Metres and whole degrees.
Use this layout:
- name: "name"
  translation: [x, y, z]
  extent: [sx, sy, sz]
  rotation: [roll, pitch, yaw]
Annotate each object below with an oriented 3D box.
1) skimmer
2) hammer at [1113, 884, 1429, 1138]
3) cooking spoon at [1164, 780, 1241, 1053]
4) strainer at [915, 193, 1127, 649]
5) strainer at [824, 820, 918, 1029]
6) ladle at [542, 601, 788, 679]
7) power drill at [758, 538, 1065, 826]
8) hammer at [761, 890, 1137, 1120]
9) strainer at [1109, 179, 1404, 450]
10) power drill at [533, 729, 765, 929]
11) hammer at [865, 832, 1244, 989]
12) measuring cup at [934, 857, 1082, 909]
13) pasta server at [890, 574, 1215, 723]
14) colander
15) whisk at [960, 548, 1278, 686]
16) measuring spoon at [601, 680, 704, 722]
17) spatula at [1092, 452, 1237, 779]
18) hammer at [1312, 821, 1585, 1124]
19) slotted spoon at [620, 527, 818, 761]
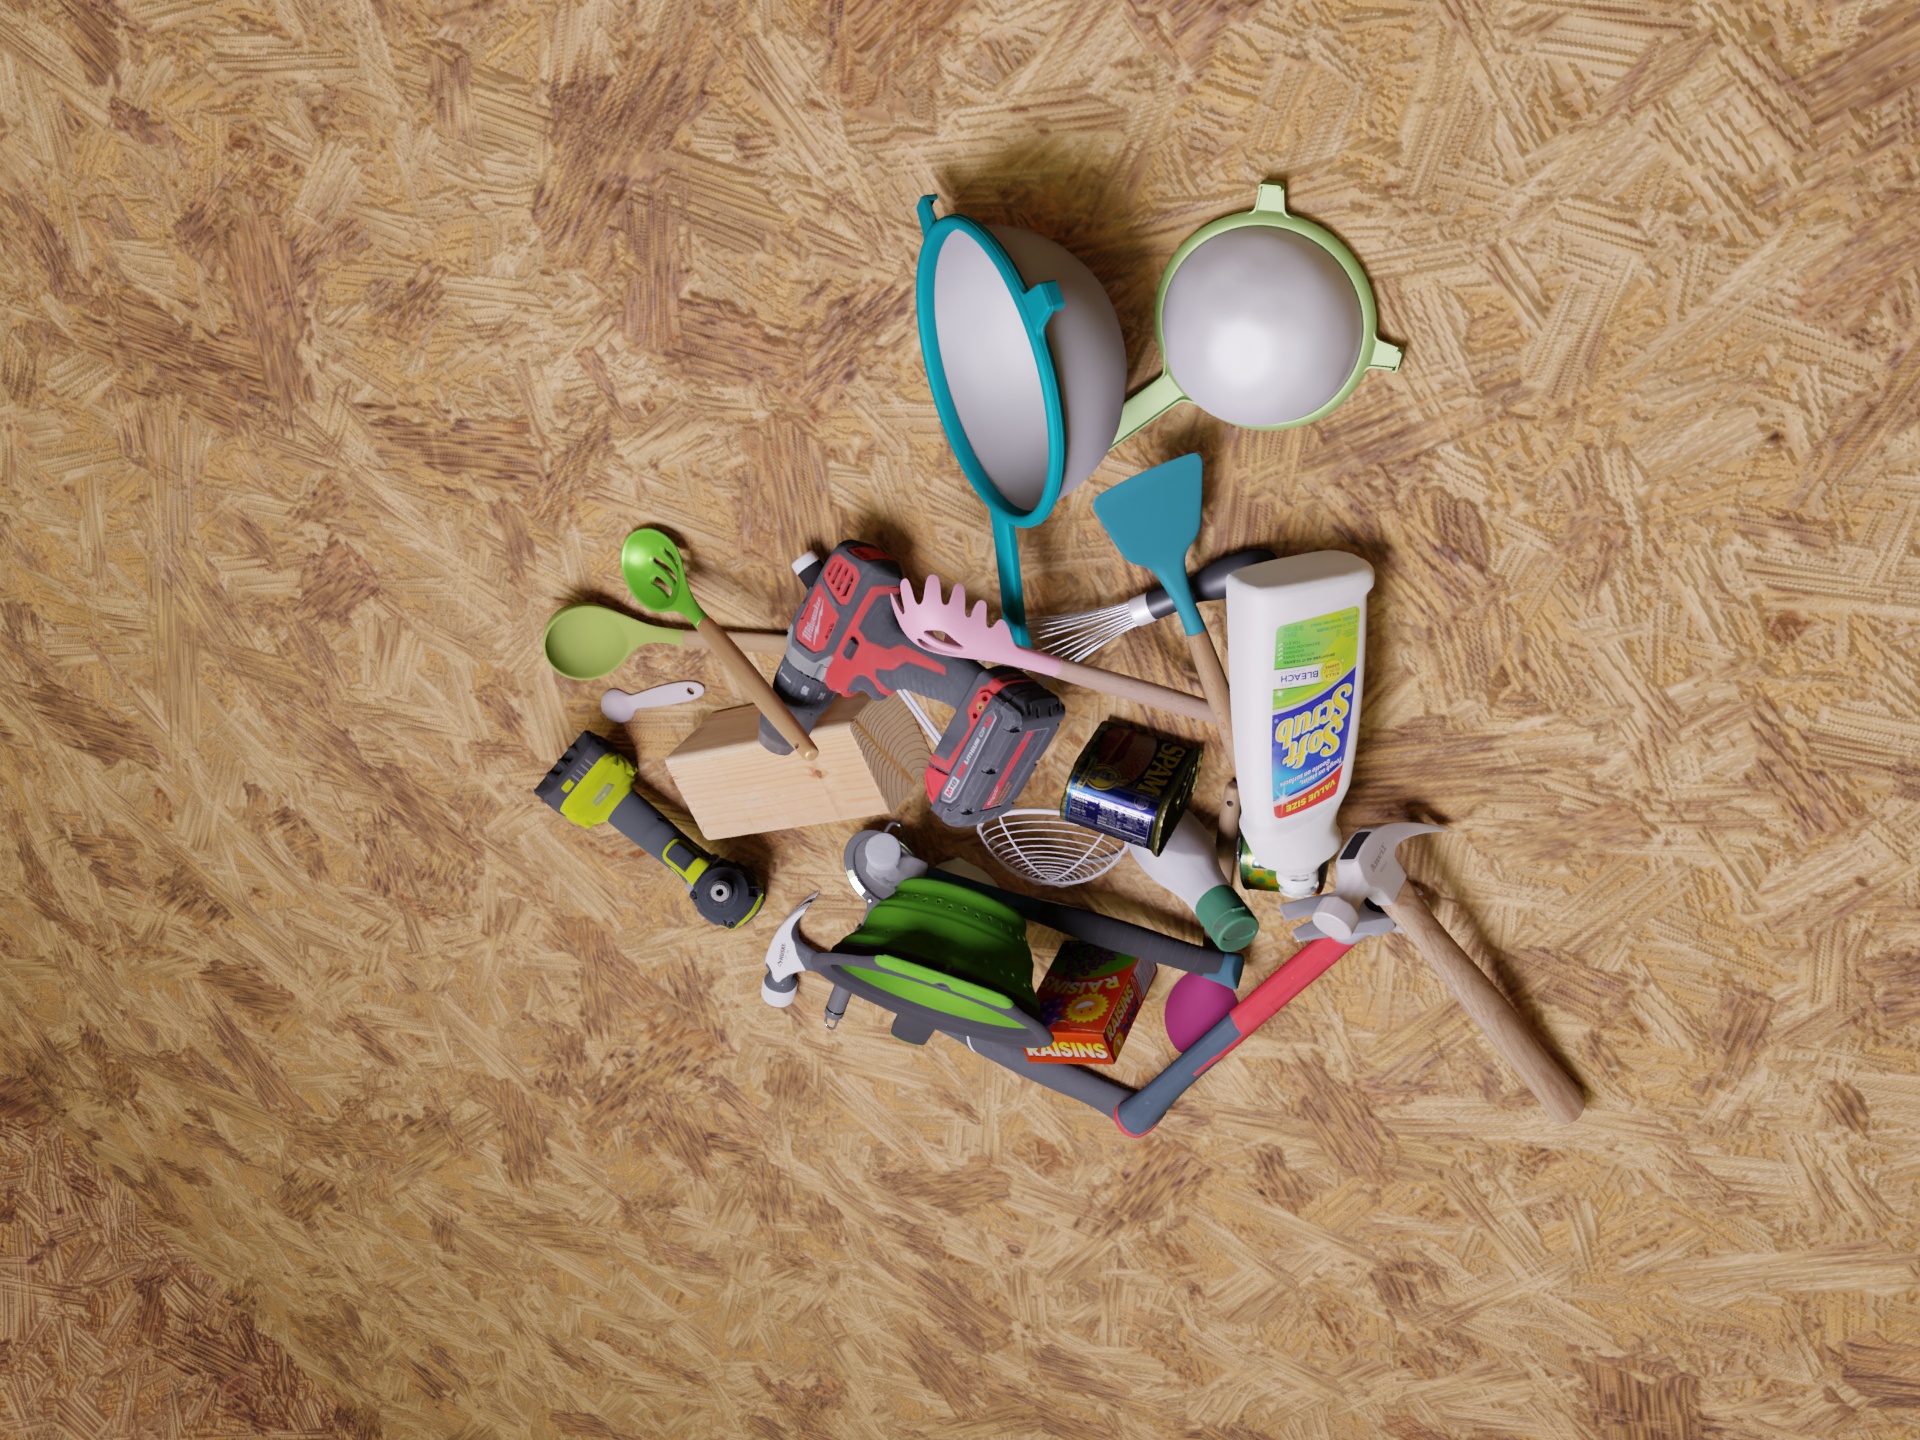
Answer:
- name: "skimmer"
  translation: [-0.002, -0.004, 1.327]
  extent: [0.363, 0.090, 0.127]
  rotation: [53, 148, -2]
- name: "hammer"
  translation: [0.225, 0.256, 1.337]
  extent: [0.386, 0.143, 0.038]
  rotation: [-54, 49, 42]
- name: "cooking spoon"
  translation: [0.216, 0.180, 1.357]
  extent: [0.069, 0.017, 0.318]
  rotation: [14, 128, 18]
- name: "strainer"
  translation: [0.060, -0.195, 1.116]
  extent: [0.211, 0.095, 0.340]
  rotation: [52, 157, 47]
- name: "strainer"
  translation: [-0.087, 0.190, 1.479]
  extent: [0.087, 0.050, 0.258]
  rotation: [30, 118, 16]
- name: "ladle"
  translation: [-0.222, -0.064, 1.394]
  extent: [0.320, 0.062, 0.078]
  rotation: [5, 131, 21]
- name: "power drill"
  translation: [-0.052, -0.009, 1.236]
  extent: [0.227, 0.080, 0.188]
  rotation: [38, 111, 23]
- name: "hammer"
  translation: [-0.003, 0.294, 1.538]
  extent: [0.409, 0.036, 0.149]
  rotation: [23, 128, 11]
- name: "strainer"
  translation: [0.155, -0.230, 1.075]
  extent: [0.256, 0.069, 0.151]
  rotation: [-31, 104, 37]
- name: "power drill"
  translation: [-0.281, 0.110, 1.483]
  extent: [0.223, 0.080, 0.171]
  rotation: [38, 172, 2]
- name: "hammer"
  translation: [0.080, 0.166, 1.348]
  extent: [0.331, 0.033, 0.128]
  rotation: [17, 164, 5]
- name: "measuring cup"
  translation: [0.038, 0.174, 1.430]
  extent: [0.168, 0.038, 0.083]
  rotation: [8, 125, 25]
- name: "pasta server"
  translation: [0.095, -0.040, 1.178]
  extent: [0.316, 0.040, 0.060]
  rotation: [15, 151, -21]
- name: "colander"
  translation: [-0.019, 0.212, 1.360]
  extent: [0.204, 0.094, 0.397]
  rotation: [19, 161, 0]
- name: "whisk"
  translation: [0.112, -0.075, 1.215]
  extent: [0.284, 0.070, 0.070]
  rotation: [-21, 110, 31]
- name: "measuring spoon"
  translation: [-0.289, -0.018, 1.482]
  extent: [0.124, 0.018, 0.034]
  rotation: [-10, 116, 31]
- name: "spatula"
  translation: [0.181, -0.039, 1.155]
  extent: [0.082, 0.044, 0.317]
  rotation: [-24, 109, -2]
- name: "hammer"
  translation: [0.395, 0.202, 1.234]
  extent: [0.331, 0.130, 0.031]
  rotation: [47, 152, -23]
- name: "slotted spoon"
  translation: [-0.198, -0.062, 1.304]
  extent: [0.314, 0.031, 0.070]
  rotation: [46, 124, 38]
